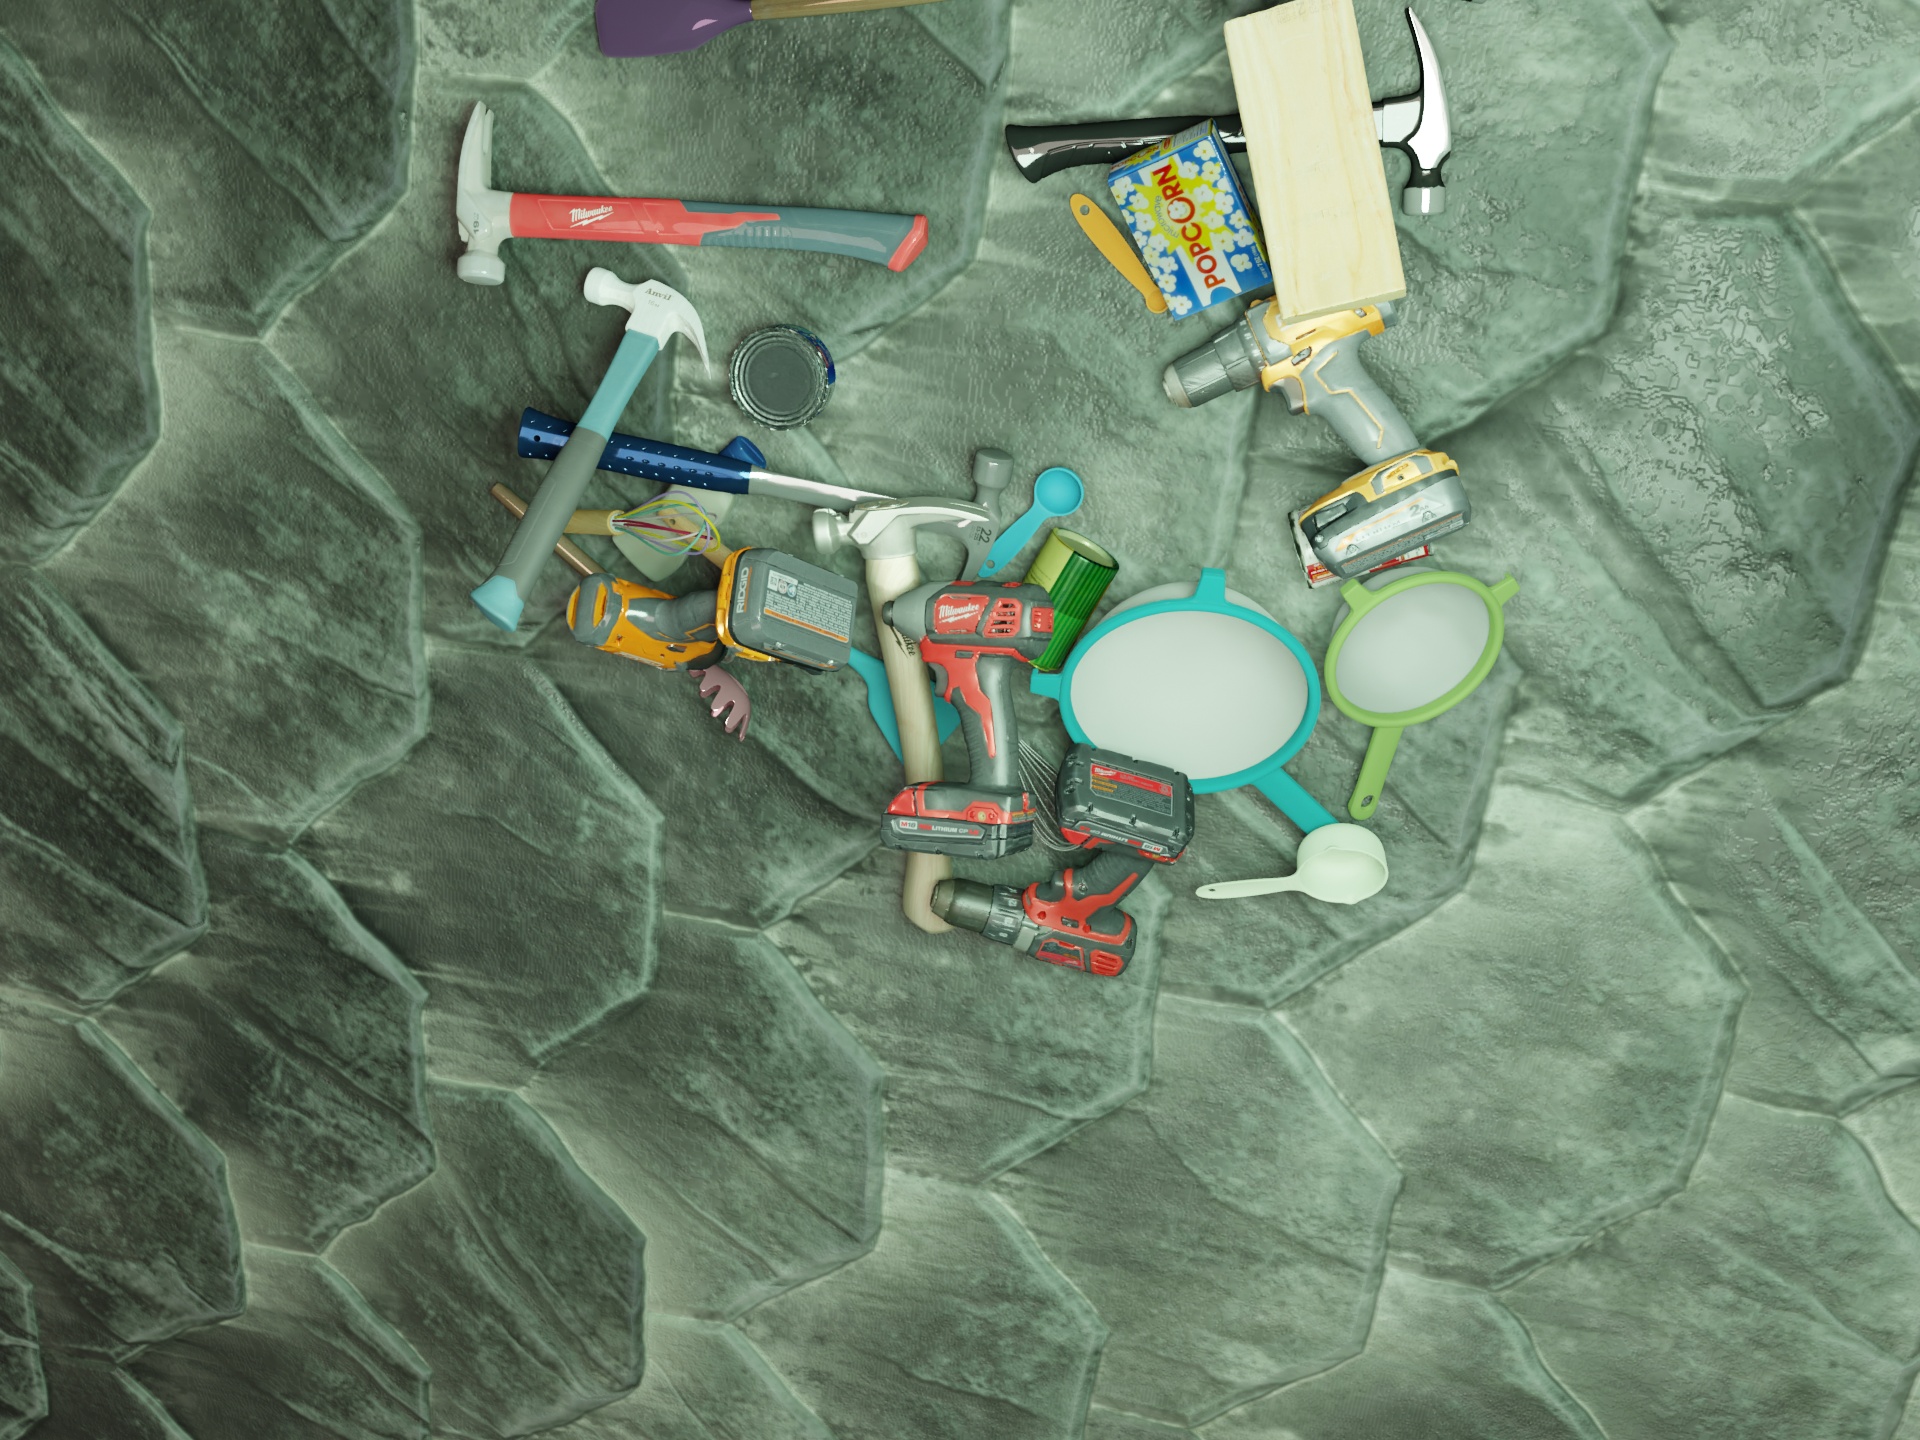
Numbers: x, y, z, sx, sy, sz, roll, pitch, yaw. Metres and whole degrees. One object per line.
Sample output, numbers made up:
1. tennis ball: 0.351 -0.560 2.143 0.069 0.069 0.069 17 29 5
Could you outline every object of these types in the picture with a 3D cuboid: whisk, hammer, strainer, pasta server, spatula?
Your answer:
1. whisk: 0.046 0.018 1.412 0.055 0.055 0.239 -30 97 19
2. hammer: -0.029 0.005 1.387 0.146 0.038 0.410 -5 116 4
3. strainer: 0.355 -0.031 1.332 0.151 0.069 0.256 -3 129 -12
4. hammer: 0.200 -0.453 1.214 0.335 0.035 0.146 0 111 11
5. hammer: -0.218 -0.421 1.294 0.386 0.038 0.143 4 93 5
6. whisk: -0.276 -0.162 1.339 0.245 0.047 0.051 9 80 48
7. hammer: -0.304 -0.218 1.277 0.128 0.033 0.331 19 68 7
8. strainer: 0.232 -0.006 1.352 0.211 0.095 0.340 -31 123 31
9. pasta server: -0.304 -0.100 1.435 0.316 0.060 0.040 41 80 -3
10. hammer: -0.167 -0.195 1.338 0.405 0.035 0.144 11 116 -3
11. spatula: -0.136 -0.083 1.392 0.317 0.044 0.082 38 114 -16
12. spatula: -0.138 -0.561 1.245 0.316 0.018 0.059 0 109 11

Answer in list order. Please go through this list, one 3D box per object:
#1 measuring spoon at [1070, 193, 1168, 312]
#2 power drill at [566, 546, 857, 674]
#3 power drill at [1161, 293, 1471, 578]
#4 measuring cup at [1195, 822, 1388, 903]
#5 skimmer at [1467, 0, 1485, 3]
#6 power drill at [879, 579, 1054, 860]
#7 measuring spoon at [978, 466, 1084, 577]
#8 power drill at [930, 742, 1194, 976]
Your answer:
1. measuring spoon: 0.128 -0.374 1.271 0.021 0.011 0.117 -38 96 23
2. power drill: -0.193 -0.080 1.316 0.226 0.164 0.084 -2 77 39
3. power drill: 0.272 -0.225 1.227 0.185 0.084 0.226 -23 77 16
4. measuring cup: 0.287 0.128 1.389 0.167 0.038 0.083 -10 135 22
5. skimmer: 0.206 -0.575 1.172 0.363 0.090 0.127 10 108 -4
6. power drill: -0.002 -0.004 1.285 0.143 0.078 0.219 5 93 24
7. measuring spoon: 0.058 -0.169 1.358 0.042 0.021 0.128 42 121 -7
8. power drill: 0.087 0.126 1.374 0.188 0.080 0.226 16 133 -7
